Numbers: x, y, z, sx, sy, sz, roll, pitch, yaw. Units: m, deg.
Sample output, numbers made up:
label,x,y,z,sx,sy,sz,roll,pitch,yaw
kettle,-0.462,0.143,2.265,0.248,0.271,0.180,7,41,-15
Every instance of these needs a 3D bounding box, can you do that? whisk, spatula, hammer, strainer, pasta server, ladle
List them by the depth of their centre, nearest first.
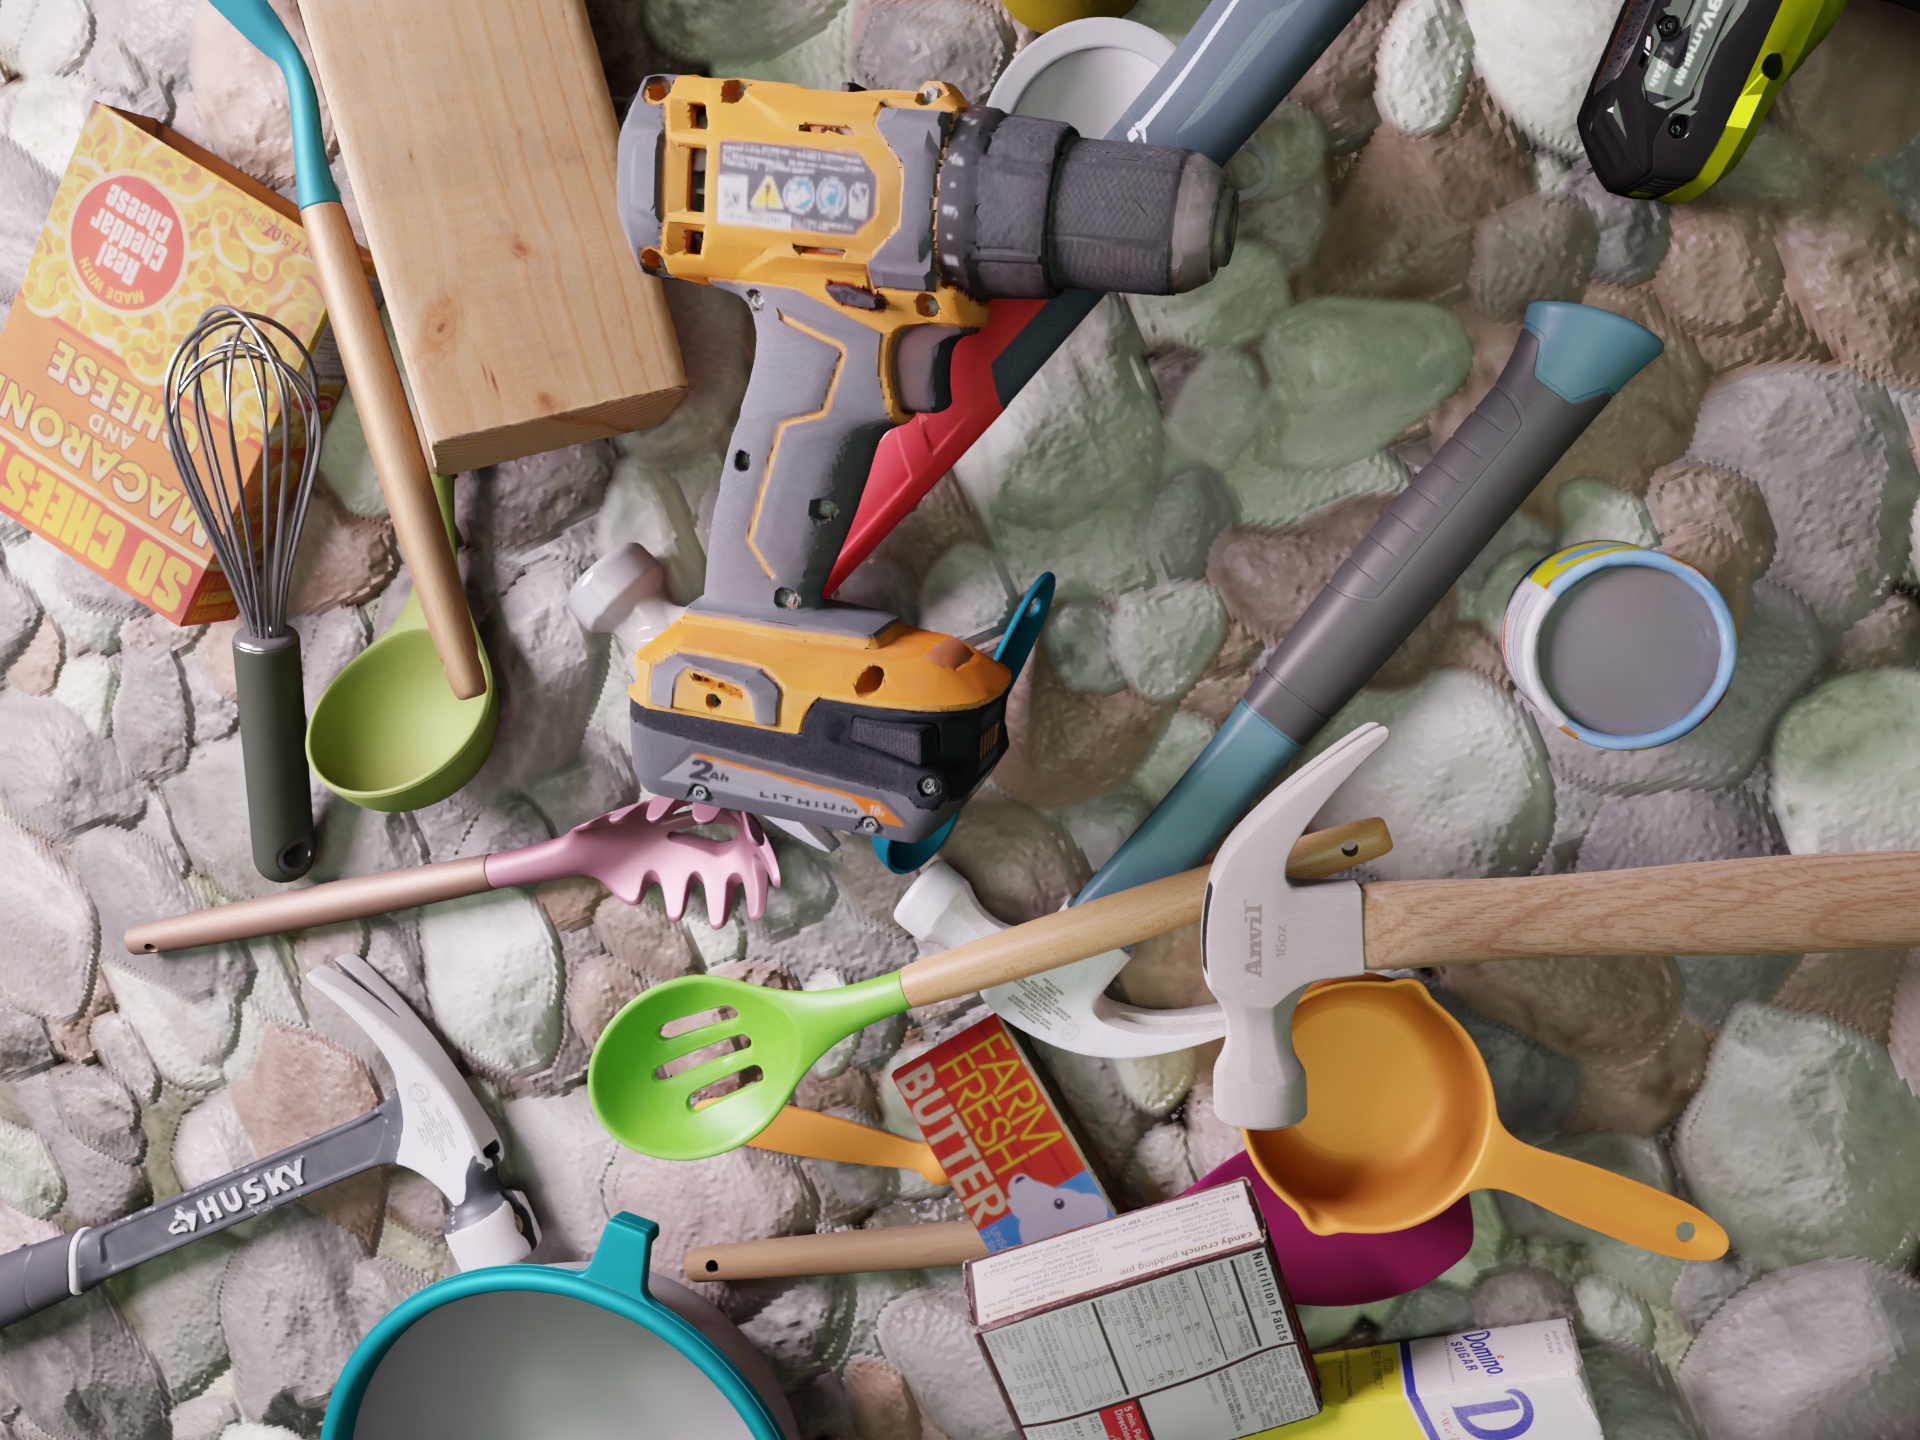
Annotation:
label,x,y,z,sx,sy,sz,roll,pitch,yaw
hammer,0.246,0.060,0.524,0.331,0.031,0.130,-3,96,1
hammer,0.021,-0.115,0.537,0.143,0.038,0.386,46,117,1
strainer,-0.015,-0.206,0.564,0.258,0.050,0.086,11,110,15
hammer,0.120,-0.011,0.572,0.128,0.033,0.331,39,105,5
spatula,-0.235,-0.157,0.577,0.044,0.082,0.317,-18,95,-19
ladle,-0.211,-0.123,0.615,0.078,0.062,0.320,7,98,19
whisk,-0.275,-0.040,0.625,0.059,0.058,0.246,25,122,29
pasta server,-0.219,0.072,0.658,0.316,0.040,0.060,-11,126,16
strainer,-0.198,0.335,0.670,0.340,0.095,0.211,-29,89,17
hammer,-0.389,0.236,0.725,0.409,0.036,0.149,-24,92,15

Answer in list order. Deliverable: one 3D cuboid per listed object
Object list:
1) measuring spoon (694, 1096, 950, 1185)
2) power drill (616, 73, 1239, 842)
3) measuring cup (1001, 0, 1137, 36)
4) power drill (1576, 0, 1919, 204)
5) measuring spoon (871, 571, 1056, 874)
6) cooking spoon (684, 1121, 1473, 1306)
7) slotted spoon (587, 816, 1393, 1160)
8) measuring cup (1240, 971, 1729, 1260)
label,x,y,z,sx,sy,sz,roll,pitch,yaw
measuring spoon,-0.056,0.173,0.652,0.117,0.011,0.021,9,101,11
power drill,-0.017,-0.081,0.501,0.185,0.084,0.226,9,108,14
measuring cup,-0.002,-0.283,0.558,0.157,0.029,0.062,30,76,20
power drill,0.316,-0.190,0.478,0.223,0.080,0.171,21,103,5
measuring spoon,-0.001,-0.002,0.604,0.021,0.042,0.128,31,97,29
cooking spoon,0.038,0.204,0.633,0.319,0.017,0.069,-9,87,14
slotted spoon,0.005,0.093,0.584,0.314,0.031,0.070,-21,93,14
measuring cup,0.182,0.149,0.571,0.173,0.052,0.095,21,91,5
